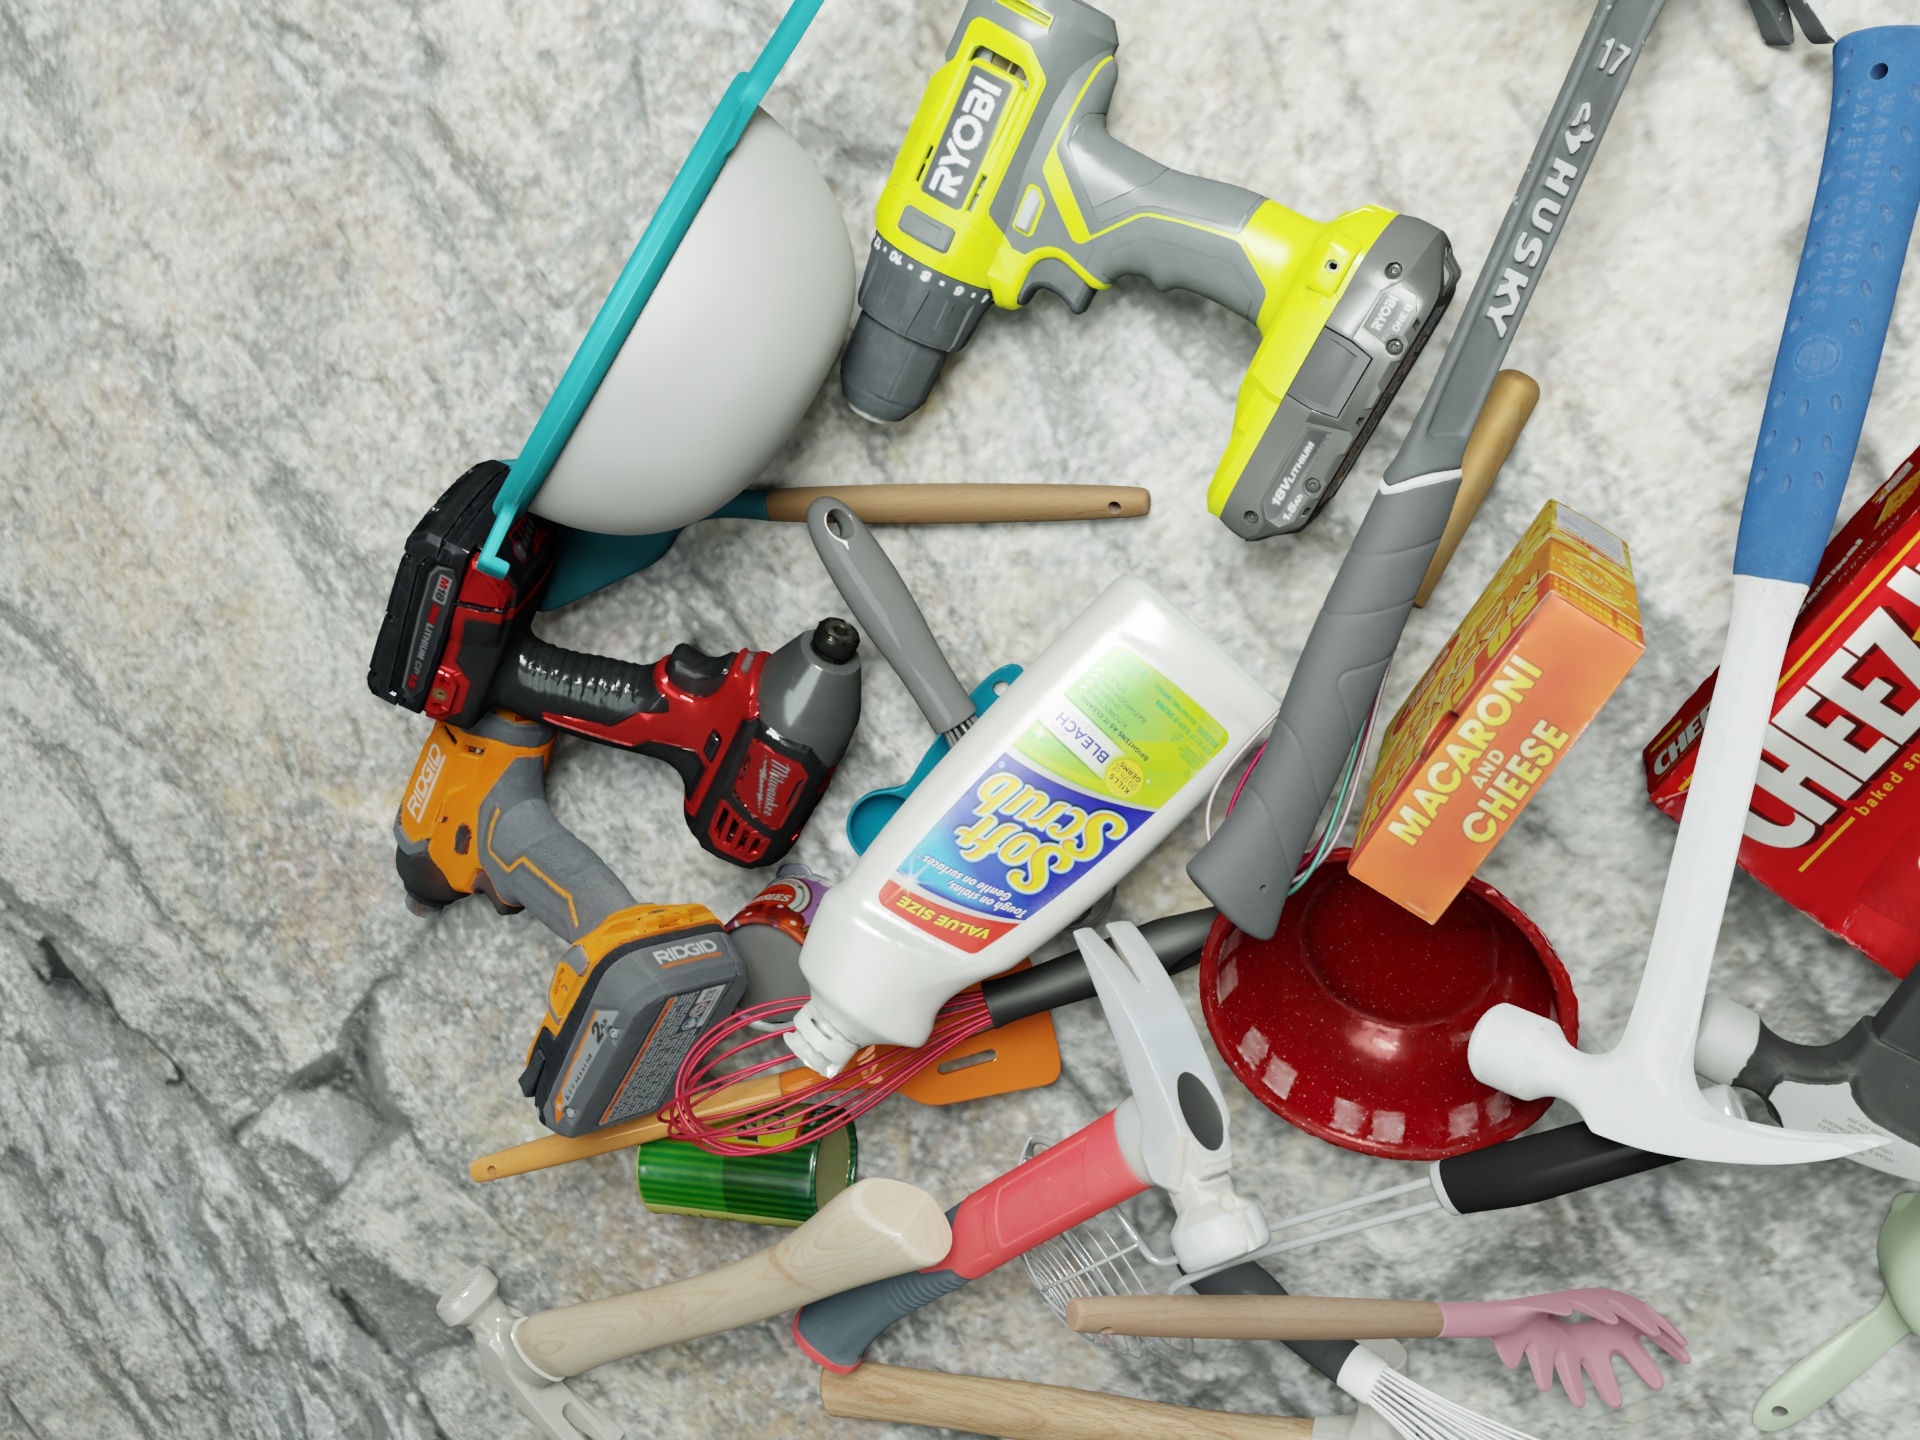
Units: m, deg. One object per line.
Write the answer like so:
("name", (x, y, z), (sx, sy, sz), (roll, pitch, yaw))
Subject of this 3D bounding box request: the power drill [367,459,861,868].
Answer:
("power drill", (-0.156, -0.027, 0.762), (0.219, 0.079, 0.143), (26, 125, -7))

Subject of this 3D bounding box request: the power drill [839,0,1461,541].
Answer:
("power drill", (0.066, -0.172, 0.657), (0.228, 0.080, 0.190), (32, 116, 11))

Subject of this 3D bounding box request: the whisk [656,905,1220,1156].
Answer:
("whisk", (-0.005, 0.142, 0.757), (0.296, 0.073, 0.073), (-19, 101, 2))

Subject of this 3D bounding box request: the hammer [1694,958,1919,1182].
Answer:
("hammer", (0.394, 0.024, 0.539), (0.146, 0.035, 0.334), (27, 117, 14))

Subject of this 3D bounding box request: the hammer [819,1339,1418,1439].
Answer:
("hammer", (0.077, 0.382, 0.862), (0.331, 0.031, 0.130), (-3, 106, 22))

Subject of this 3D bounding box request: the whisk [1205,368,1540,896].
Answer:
("whisk", (0.167, -0.031, 0.646), (0.047, 0.051, 0.245), (26, 95, -28))

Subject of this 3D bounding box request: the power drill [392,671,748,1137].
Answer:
("power drill", (-0.218, 0.099, 0.822), (0.227, 0.084, 0.164), (48, 123, 27))

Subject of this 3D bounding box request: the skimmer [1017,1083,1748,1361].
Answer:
("skimmer", (0.168, 0.209, 0.718), (0.363, 0.090, 0.127), (-28, 94, 32))

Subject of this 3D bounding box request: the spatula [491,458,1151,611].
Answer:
("spatula", (-0.069, -0.096, 0.751), (0.317, 0.044, 0.082), (1, 122, 19))

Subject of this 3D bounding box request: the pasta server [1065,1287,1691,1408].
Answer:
("pasta server", (0.188, 0.267, 0.690), (0.316, 0.040, 0.060), (11, 125, -24))

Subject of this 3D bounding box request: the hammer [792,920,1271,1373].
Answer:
("hammer", (0.002, 0.236, 0.775), (0.386, 0.038, 0.143), (-48, 56, 47))

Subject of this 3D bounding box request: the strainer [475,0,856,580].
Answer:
("strainer", (-0.071, -0.199, 0.646), (0.095, 0.211, 0.340), (31, 121, -18))

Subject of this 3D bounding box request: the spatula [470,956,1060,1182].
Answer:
("spatula", (-0.110, 0.194, 0.826), (0.322, 0.041, 0.081), (-18, 94, 13))

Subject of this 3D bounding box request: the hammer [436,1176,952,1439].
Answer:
("hammer", (-0.143, 0.328, 0.870), (0.410, 0.038, 0.146), (-32, 100, 40))

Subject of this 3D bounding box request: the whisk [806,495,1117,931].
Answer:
("whisk", (0.000, -0.003, 0.742), (0.055, 0.055, 0.239), (-28, 101, 26))

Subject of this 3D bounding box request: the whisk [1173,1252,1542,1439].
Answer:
("whisk", (0.216, 0.323, 0.739), (0.285, 0.070, 0.070), (28, 117, 35))

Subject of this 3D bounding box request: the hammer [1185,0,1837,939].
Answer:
("hammer", (0.179, -0.106, 0.578), (0.149, 0.036, 0.409), (15, 104, -24))

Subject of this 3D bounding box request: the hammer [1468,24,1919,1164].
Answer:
("hammer", (0.295, -0.038, 0.571), (0.144, 0.035, 0.405), (17, 98, 47))

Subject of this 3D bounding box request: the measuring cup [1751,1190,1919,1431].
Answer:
("measuring cup", (0.412, 0.272, 0.694), (0.083, 0.038, 0.167), (38, 114, 5))

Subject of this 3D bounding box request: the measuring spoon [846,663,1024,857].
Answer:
("measuring spoon", (-0.009, 0.019, 0.785), (0.042, 0.021, 0.128), (37, 108, -8))
